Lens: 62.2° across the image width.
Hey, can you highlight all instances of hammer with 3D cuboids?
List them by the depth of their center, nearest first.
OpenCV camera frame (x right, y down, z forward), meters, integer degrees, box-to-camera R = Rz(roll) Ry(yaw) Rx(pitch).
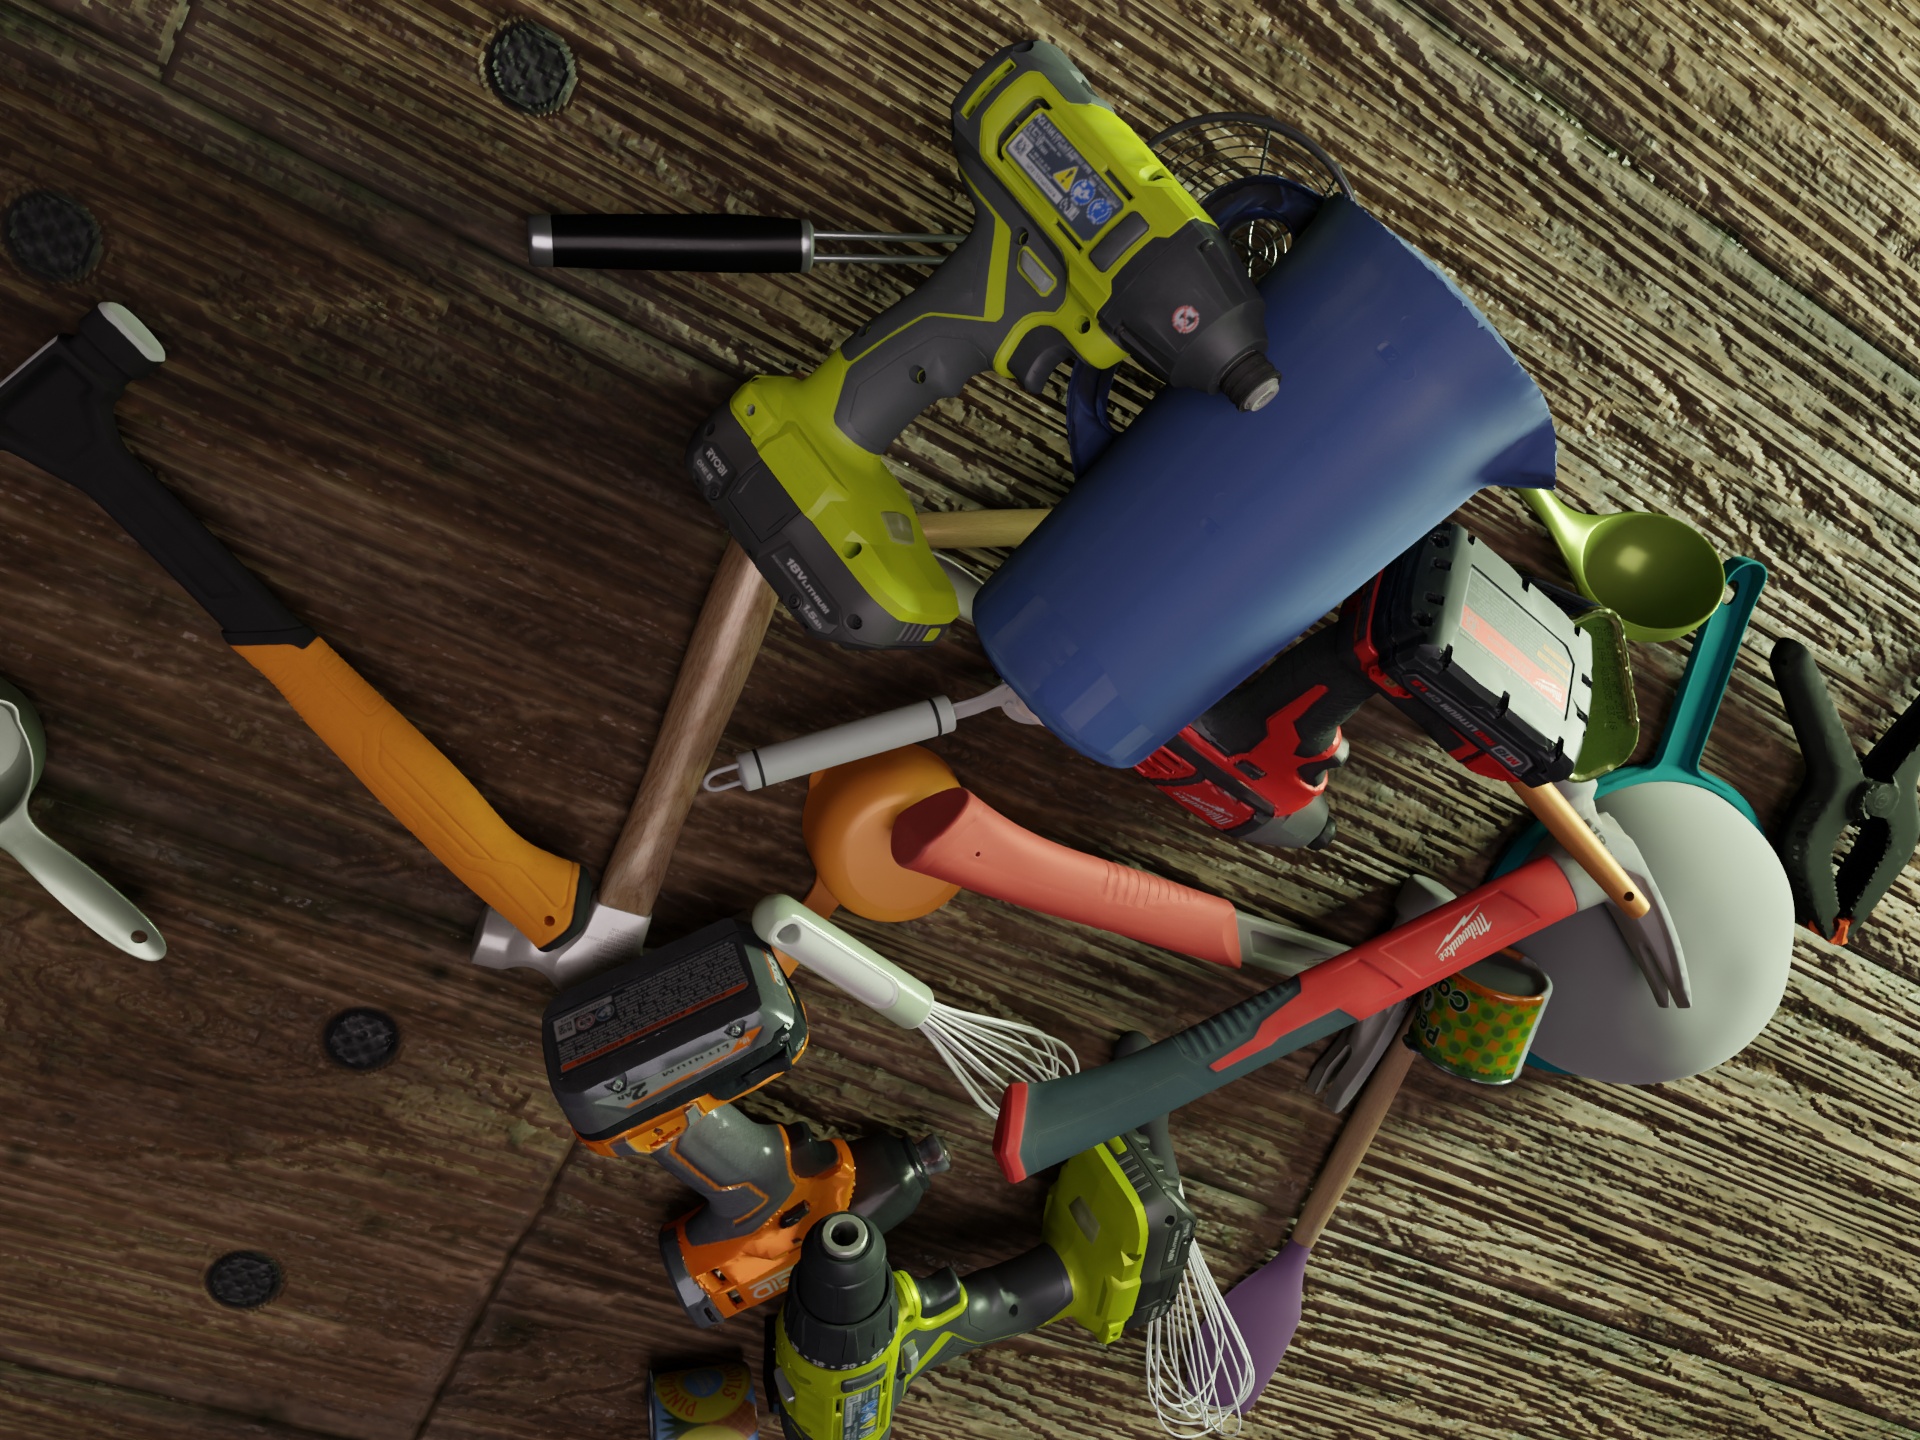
[{"bbox_3d":[-0.296,-0.014,0.710,0.127,0.034,0.336,-41,108,1],"label":"hammer"},{"bbox_3d":[-0.124,-0.009,0.778,0.130,0.031,0.331,19,103,-20],"label":"hammer"},{"bbox_3d":[0.200,0.161,0.841,0.386,0.038,0.143,-23,83,-11],"label":"hammer"},{"bbox_3d":[0.115,0.115,0.855,0.358,0.037,0.149,20,103,-31],"label":"hammer"}]

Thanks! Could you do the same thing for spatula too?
[{"bbox_3d":[0.253,-0.014,0.818,0.081,0.041,0.322,-42,97,6],"label":"spatula"},{"bbox_3d":[0.222,0.303,0.993,0.059,0.018,0.316,22,103,-9],"label":"spatula"}]

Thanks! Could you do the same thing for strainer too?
[{"bbox_3d":[-0.001,-0.003,0.787,0.258,0.050,0.086,-16,145,-12],"label":"strainer"},{"bbox_3d":[0.428,0.079,0.925,0.211,0.095,0.340,4,110,-16],"label":"strainer"}]

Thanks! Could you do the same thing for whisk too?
[{"bbox_3d":[-0.018,0.154,0.832,0.058,0.059,0.246,-45,125,9],"label":"whisk"},{"bbox_3d":[0.129,0.311,0.953,0.070,0.070,0.284,-15,107,-9],"label":"whisk"}]

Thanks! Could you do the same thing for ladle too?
[{"bbox_3d":[0.059,-0.095,0.784,0.315,0.031,0.069,-4,114,-19],"label":"ladle"},{"bbox_3d":[0.281,-0.150,0.825,0.320,0.062,0.078,38,65,-20],"label":"ladle"}]

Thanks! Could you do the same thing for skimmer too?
[{"bbox_3d":[-0.004,-0.207,0.705,0.363,0.090,0.127,-3,112,-14],"label":"skimmer"}]

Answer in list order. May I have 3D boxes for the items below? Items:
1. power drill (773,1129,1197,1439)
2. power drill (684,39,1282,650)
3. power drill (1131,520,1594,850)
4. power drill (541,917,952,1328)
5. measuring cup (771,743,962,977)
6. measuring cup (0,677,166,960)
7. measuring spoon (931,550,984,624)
[{"bbox_3d":[0.008,0.299,0.855,0.228,0.080,0.190,-15,134,-24],"label":"power drill"},{"bbox_3d":[0.007,-0.136,0.650,0.223,0.080,0.171,-42,75,21],"label":"power drill"},{"bbox_3d":[0.188,0.002,0.781,0.143,0.219,0.079,35,56,-20],"label":"power drill"},{"bbox_3d":[-0.102,0.210,0.823,0.164,0.084,0.226,-24,129,-6],"label":"power drill"},{"bbox_3d":[-0.059,0.093,0.821,0.095,0.052,0.173,34,96,-23],"label":"measuring cup"},{"bbox_3d":[-0.419,0.044,0.716,0.083,0.038,0.167,-36,116,0],"label":"measuring cup"},{"bbox_3d":[0.013,-0.057,0.788,0.034,0.018,0.124,-46,133,14],"label":"measuring spoon"}]
